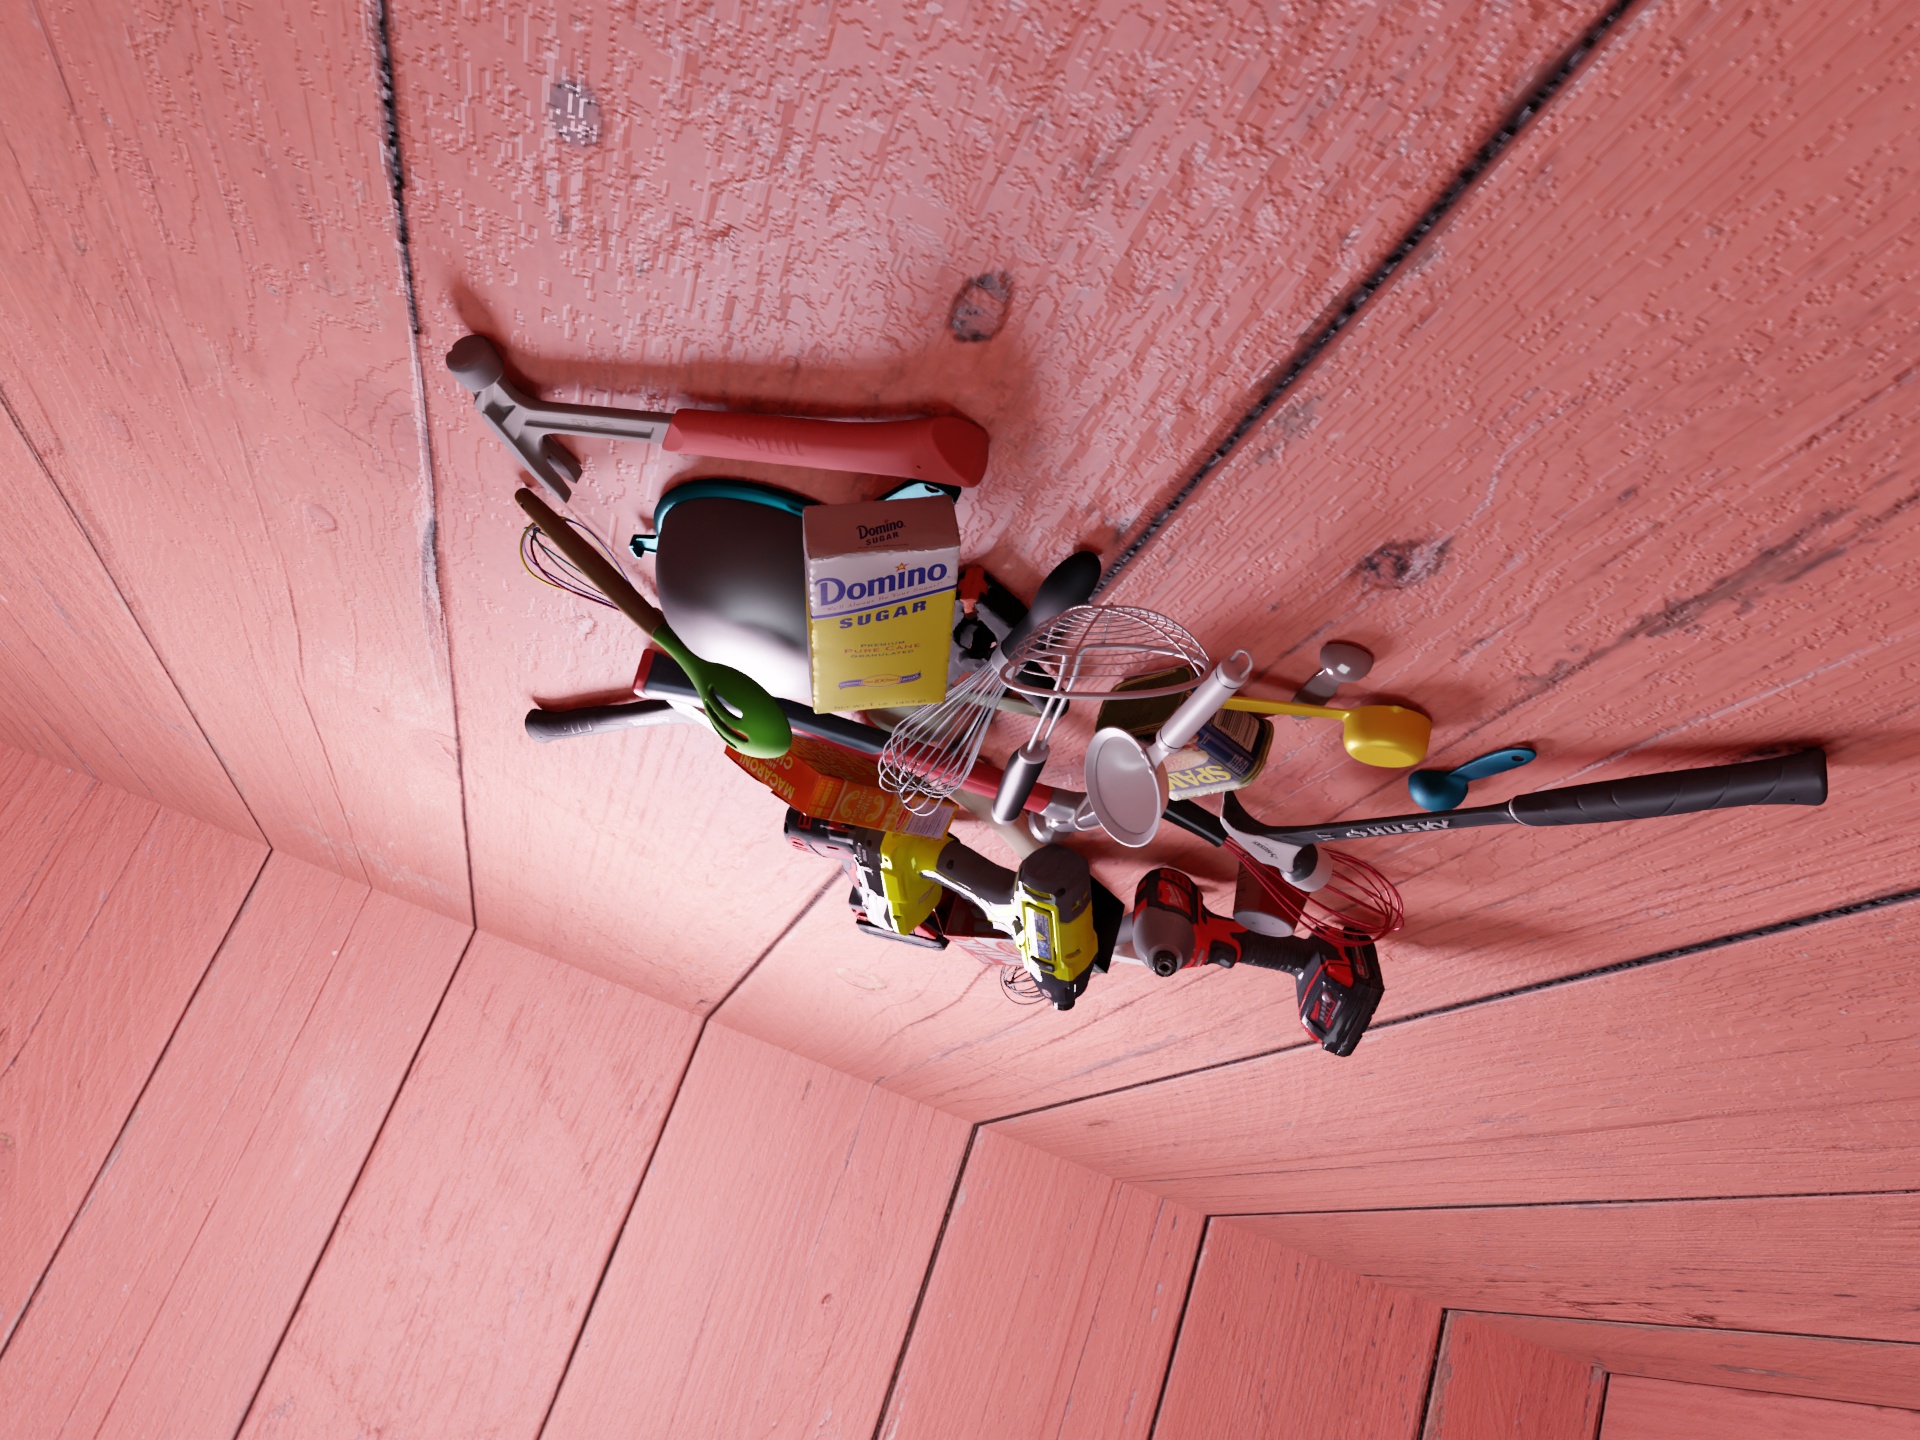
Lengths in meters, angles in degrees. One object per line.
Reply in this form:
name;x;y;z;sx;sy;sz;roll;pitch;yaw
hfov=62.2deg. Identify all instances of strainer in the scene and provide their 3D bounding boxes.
strainer;0.139;0.016;1.053;0.050;0.087;0.258;-17;161;-23
strainer;-0.104;-0.086;1.090;0.210;0.095;0.340;30;157;-23

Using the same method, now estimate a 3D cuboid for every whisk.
whisk;-0.269;-0.091;1.289;0.051;0.047;0.244;3;155;34
whisk;0.136;0.218;1.552;0.239;0.055;0.055;-30;132;28
whisk;0.018;-0.025;1.097;0.070;0.070;0.284;26;136;-13
whisk;0.232;0.103;1.300;0.296;0.073;0.073;28;157;-4

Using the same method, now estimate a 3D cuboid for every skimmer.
skimmer;0.067;0.022;1.073;0.127;0.090;0.363;-6;156;-12

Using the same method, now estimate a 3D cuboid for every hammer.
hammer;-0.330;-0.001;1.560;0.146;0.035;0.335;37;153;-34
hammer;-0.064;0.014;1.249;0.386;0.038;0.143;18;158;-13
hammer;-0.148;-0.174;1.001;0.359;0.037;0.149;10;156;25
hammer;0.093;0.144;1.534;0.146;0.038;0.410;6;154;28
hammer;0.360;0.059;1.064;0.409;0.036;0.149;-12;147;43

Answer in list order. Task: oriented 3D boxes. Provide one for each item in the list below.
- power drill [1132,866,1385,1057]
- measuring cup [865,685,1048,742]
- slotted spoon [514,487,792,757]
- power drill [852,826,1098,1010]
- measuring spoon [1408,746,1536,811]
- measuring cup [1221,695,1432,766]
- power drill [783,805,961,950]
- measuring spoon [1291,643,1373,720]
power drill;0.258;0.213;1.424;0.219;0.078;0.143;20;-158;0
measuring cup;-0.002;-0.004;1.265;0.168;0.038;0.083;10;156;29
slotted spoon;-0.228;-0.076;1.128;0.314;0.031;0.070;42;141;26
power drill;0.018;0.164;1.424;0.223;0.080;0.171;20;134;31
measuring spoon;0.352;0.043;1.095;0.042;0.021;0.128;24;159;-10
measuring cup;0.236;0.006;1.069;0.156;0.029;0.062;7;163;5
power drill;-0.063;0.156;1.647;0.188;0.080;0.226;9;152;25
measuring spoon;0.240;-0.018;1.055;0.034;0.018;0.124;19;159;1
